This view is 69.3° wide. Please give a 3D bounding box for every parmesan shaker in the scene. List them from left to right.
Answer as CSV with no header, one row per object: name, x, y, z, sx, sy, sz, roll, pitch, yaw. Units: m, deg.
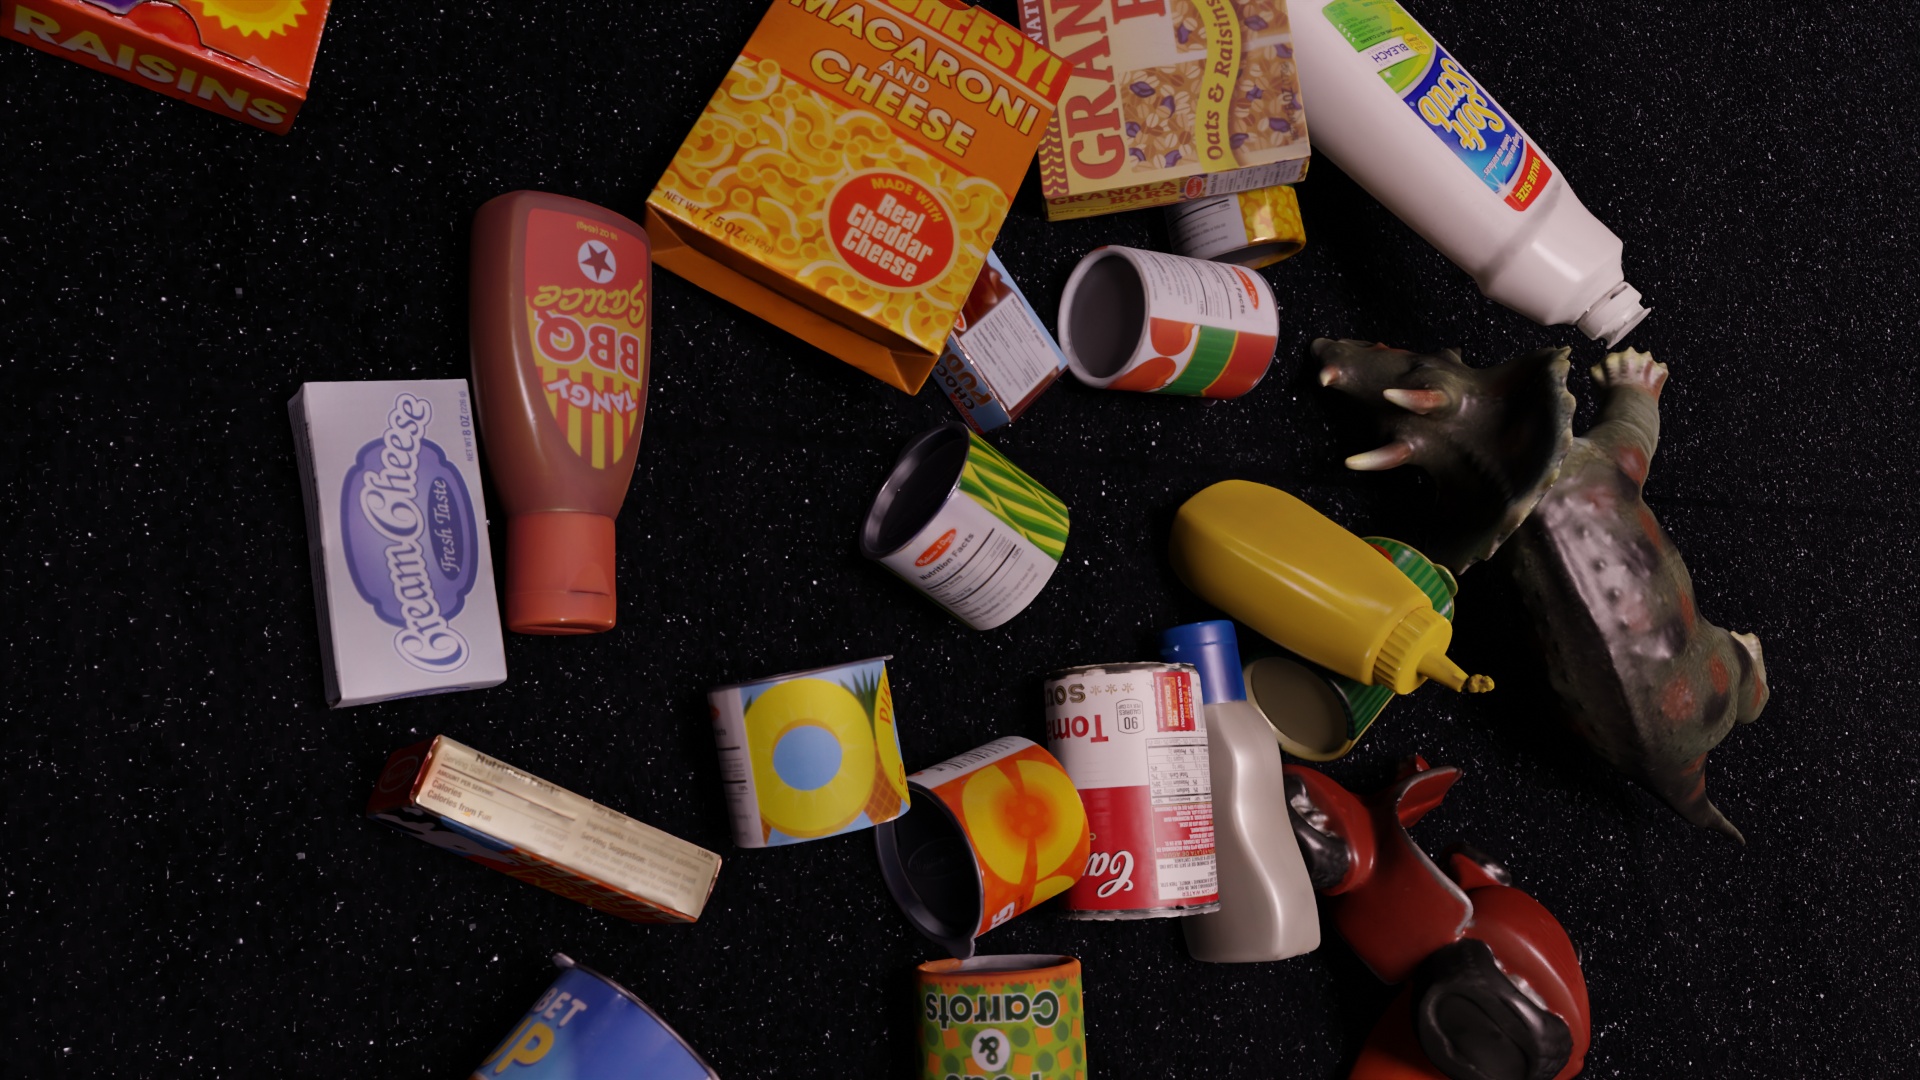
parmesan shaker,0.191,0.051,0.684,0.103,0.071,0.071,-39,103,-35

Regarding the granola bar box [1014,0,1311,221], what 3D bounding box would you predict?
granola bar box,0.090,-0.243,0.657,0.124,0.039,0.165,-8,82,6

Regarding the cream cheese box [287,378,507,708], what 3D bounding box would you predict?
cream cheese box,-0.184,0.000,0.455,0.053,0.024,0.104,-6,83,-35

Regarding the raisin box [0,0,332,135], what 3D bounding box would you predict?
raisin box,-0.245,-0.206,0.450,0.086,0.040,0.123,17,71,-33

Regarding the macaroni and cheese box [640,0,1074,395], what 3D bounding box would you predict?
macaroni and cheese box,-0.037,-0.158,0.566,0.124,0.040,0.167,27,63,-8

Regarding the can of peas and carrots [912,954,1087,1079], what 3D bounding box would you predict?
can of peas and carrots,0.015,0.190,0.526,0.071,0.070,0.059,6,76,-35

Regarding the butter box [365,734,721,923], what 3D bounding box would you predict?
butter box,-0.134,0.096,0.451,0.103,0.053,0.024,32,60,-27

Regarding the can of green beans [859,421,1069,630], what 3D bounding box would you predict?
can of green beans,0.002,-0.006,0.565,0.058,0.071,0.071,36,61,-25

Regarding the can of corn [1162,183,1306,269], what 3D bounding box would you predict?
can of corn,0.137,-0.169,0.700,0.071,0.071,0.058,-9,86,-37

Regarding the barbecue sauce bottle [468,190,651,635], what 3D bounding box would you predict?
barbecue sauce bottle,-0.139,-0.043,0.484,0.065,0.043,0.148,10,73,-50

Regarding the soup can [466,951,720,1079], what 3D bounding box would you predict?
soup can,-0.128,0.183,0.428,0.071,0.071,0.084,52,56,-15

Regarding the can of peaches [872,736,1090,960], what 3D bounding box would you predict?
can of peaches,0.009,0.118,0.541,0.058,0.071,0.071,-17,90,-38

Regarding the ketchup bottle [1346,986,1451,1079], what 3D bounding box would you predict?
ketchup bottle,0.234,0.245,0.679,0.149,0.064,0.043,-44,126,-42

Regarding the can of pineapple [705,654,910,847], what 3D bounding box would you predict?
can of pineapple,-0.053,0.075,0.505,0.071,0.071,0.058,-8,85,-37

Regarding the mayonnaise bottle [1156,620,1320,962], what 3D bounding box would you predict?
mayonnaise bottle,0.119,0.111,0.626,0.041,0.064,0.148,0,76,-35

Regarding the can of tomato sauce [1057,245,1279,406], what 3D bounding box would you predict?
can of tomato sauce,0.097,-0.100,0.657,0.083,0.071,0.071,1,79,-35

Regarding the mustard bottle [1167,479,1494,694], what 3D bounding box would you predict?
mustard bottle,0.167,0.028,0.626,0.065,0.160,0.048,-22,133,-33

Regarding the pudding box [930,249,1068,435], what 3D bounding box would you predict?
pudding box,0.005,-0.095,0.610,0.050,0.030,0.083,-46,106,-33
